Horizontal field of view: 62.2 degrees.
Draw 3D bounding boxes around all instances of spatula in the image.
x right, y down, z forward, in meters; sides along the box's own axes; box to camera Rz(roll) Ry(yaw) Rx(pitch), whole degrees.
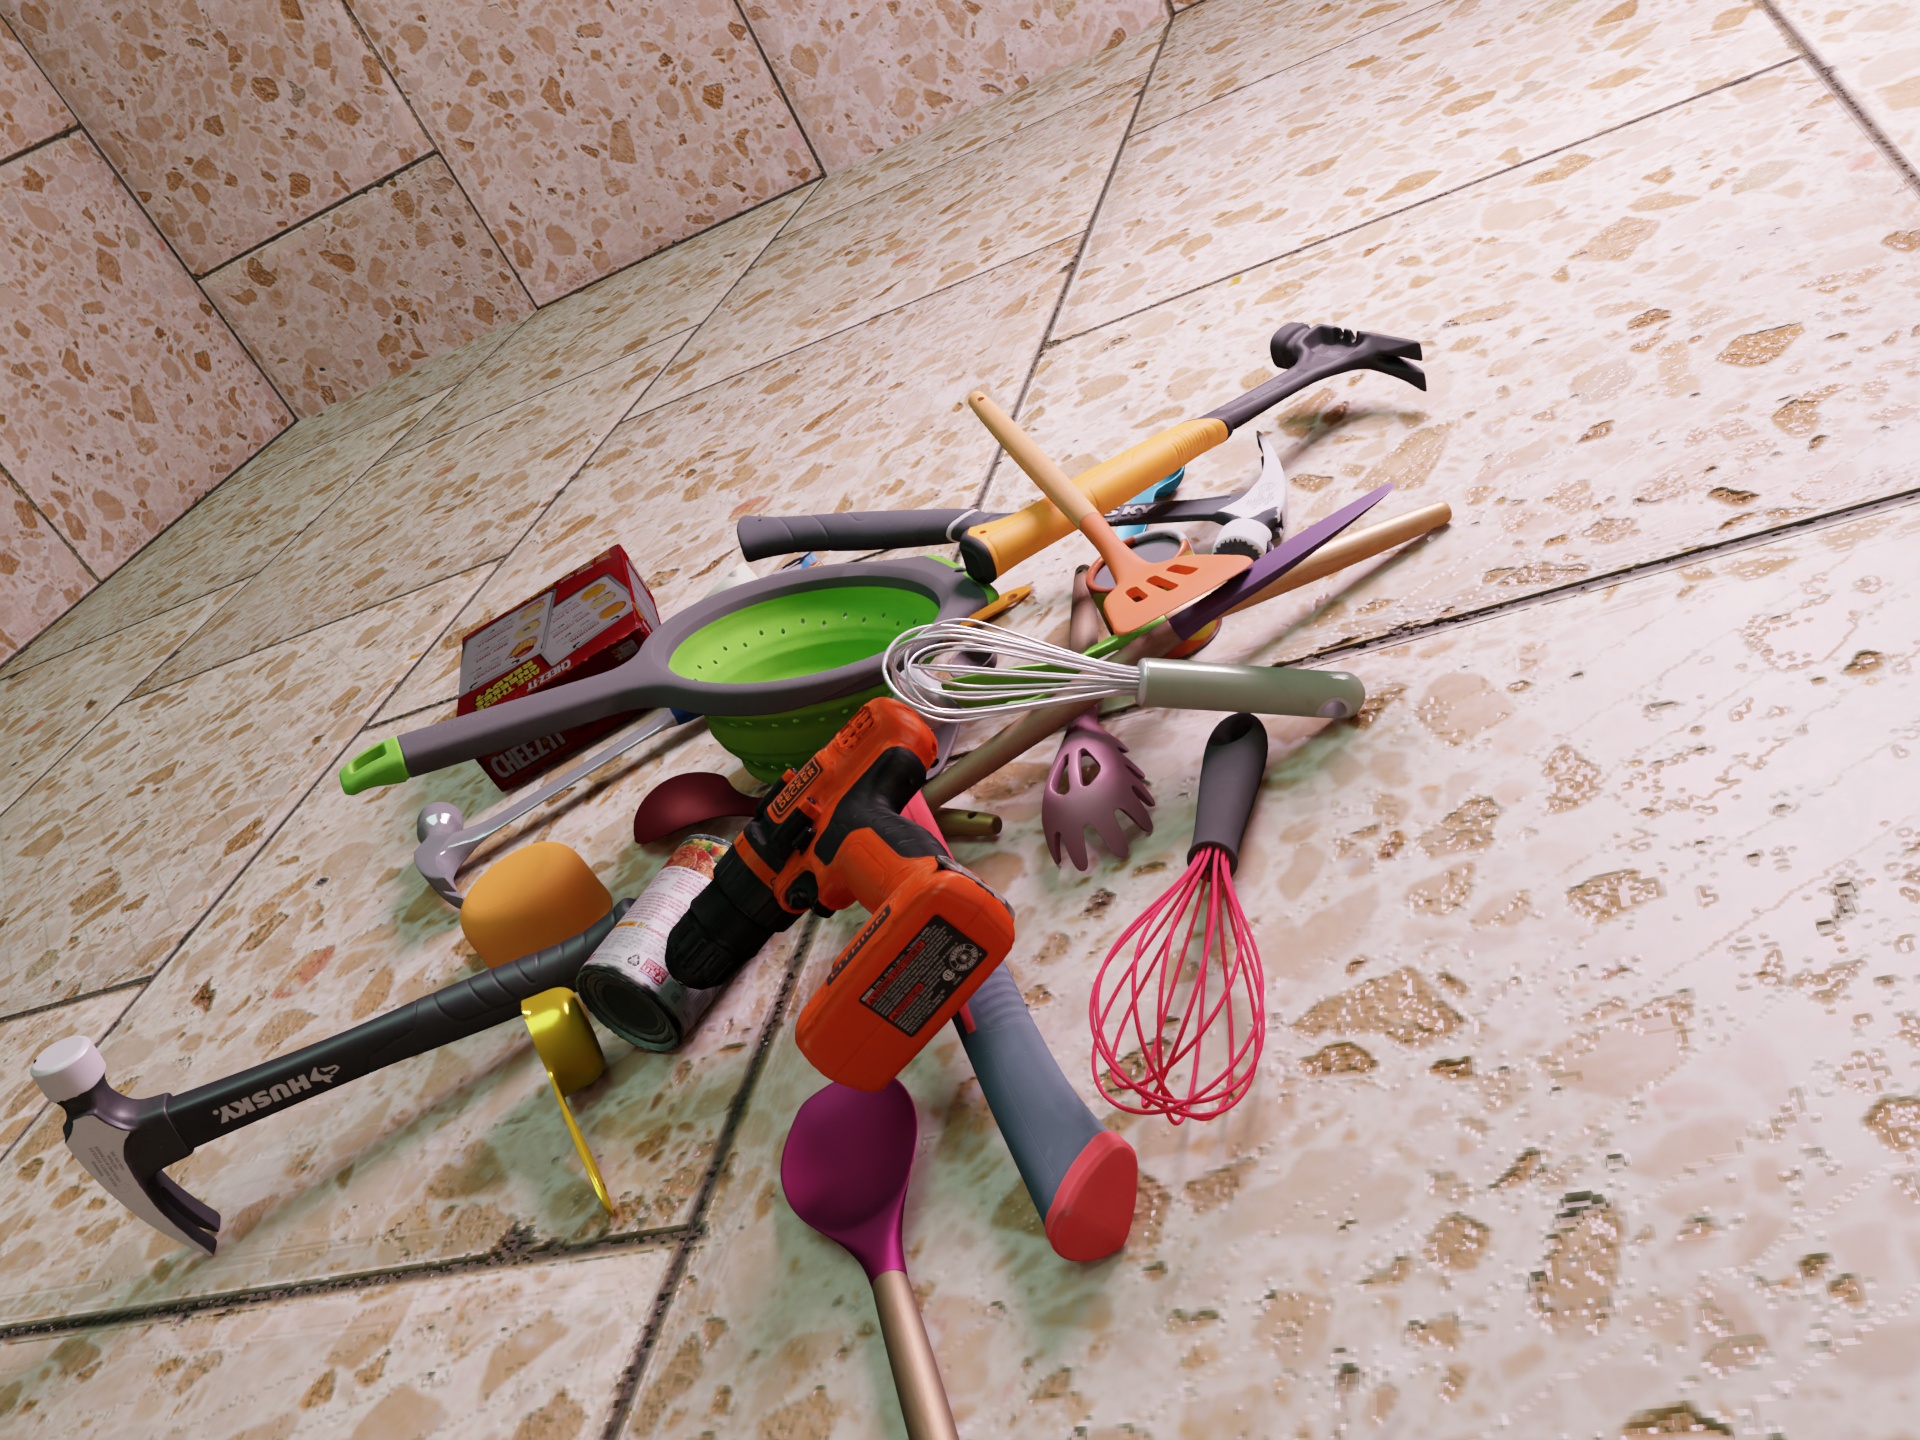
[{"bbox_3d":[0.093,-0.033,0.843,0.316,0.018,0.060,-35,4,18],"label":"spatula"},{"bbox_3d":[0.065,-0.134,0.935,0.081,0.041,0.323,-29,40,-4],"label":"spatula"}]

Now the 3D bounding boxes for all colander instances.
[{"bbox_3d":[-0.163,0.004,0.966,0.397,0.094,0.205,-19,26,-19],"label":"colander"}]

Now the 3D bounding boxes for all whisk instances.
[{"bbox_3d":[0.083,-0.021,0.802,0.246,0.057,0.059,4,52,-4],"label":"whisk"},{"bbox_3d":[0.112,0.075,0.715,0.073,0.073,0.296,-16,24,24],"label":"whisk"}]

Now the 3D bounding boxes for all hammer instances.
[{"bbox_3d":[-0.216,0.004,1.157,0.405,0.035,0.144,-32,27,-4],"label":"hammer"},{"bbox_3d":[-0.015,0.112,0.759,0.143,0.038,0.387,-45,32,10],"label":"hammer"},{"bbox_3d":[-0.320,0.184,0.896,0.335,0.146,0.035,-21,27,-9],"label":"hammer"},{"bbox_3d":[0.144,-0.174,1.022,0.337,0.034,0.127,-31,33,-22],"label":"hammer"},{"bbox_3d":[0.023,-0.138,1.089,0.409,0.036,0.149,0,36,25],"label":"hammer"}]

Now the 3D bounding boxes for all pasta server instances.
[{"bbox_3d":[0.075,-0.018,0.934,0.060,0.040,0.316,-21,25,15],"label":"pasta server"}]

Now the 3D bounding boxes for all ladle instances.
[{"bbox_3d":[-0.098,0.056,0.973,0.315,0.031,0.069,1,38,41],"label":"ladle"}]

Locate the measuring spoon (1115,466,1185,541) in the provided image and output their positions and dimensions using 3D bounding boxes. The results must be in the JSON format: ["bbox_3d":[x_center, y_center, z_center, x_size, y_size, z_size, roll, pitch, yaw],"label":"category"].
[{"bbox_3d":[0.125,-0.139,1.100,0.042,0.021,0.129,4,49,26],"label":"measuring spoon"}]

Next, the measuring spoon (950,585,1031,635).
[{"bbox_3d":[-0.001,-0.062,1.095,0.117,0.011,0.021,-30,28,-8],"label":"measuring spoon"}]

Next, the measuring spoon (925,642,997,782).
[{"bbox_3d":[-0.002,-0.003,0.996,0.034,0.018,0.124,-11,40,31],"label":"measuring spoon"}]

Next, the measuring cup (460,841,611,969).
[{"bbox_3d":[-0.238,0.112,0.980,0.173,0.052,0.095,-10,33,37],"label":"measuring cup"}]

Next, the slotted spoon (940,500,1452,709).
[{"bbox_3d":[0.139,-0.064,0.896,0.313,0.031,0.070,-22,-4,-9],"label":"slotted spoon"}]

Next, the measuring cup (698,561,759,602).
[{"bbox_3d":[-0.201,-0.058,1.202,0.083,0.038,0.168,-39,10,43],"label":"measuring cup"}]

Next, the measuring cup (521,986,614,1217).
[{"bbox_3d":[-0.190,0.193,0.815,0.029,0.062,0.157,-26,37,-14],"label":"measuring cup"}]

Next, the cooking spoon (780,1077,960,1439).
[{"bbox_3d":[-0.022,0.235,0.610,0.069,0.017,0.319,-31,27,0],"label":"cooking spoon"}]
